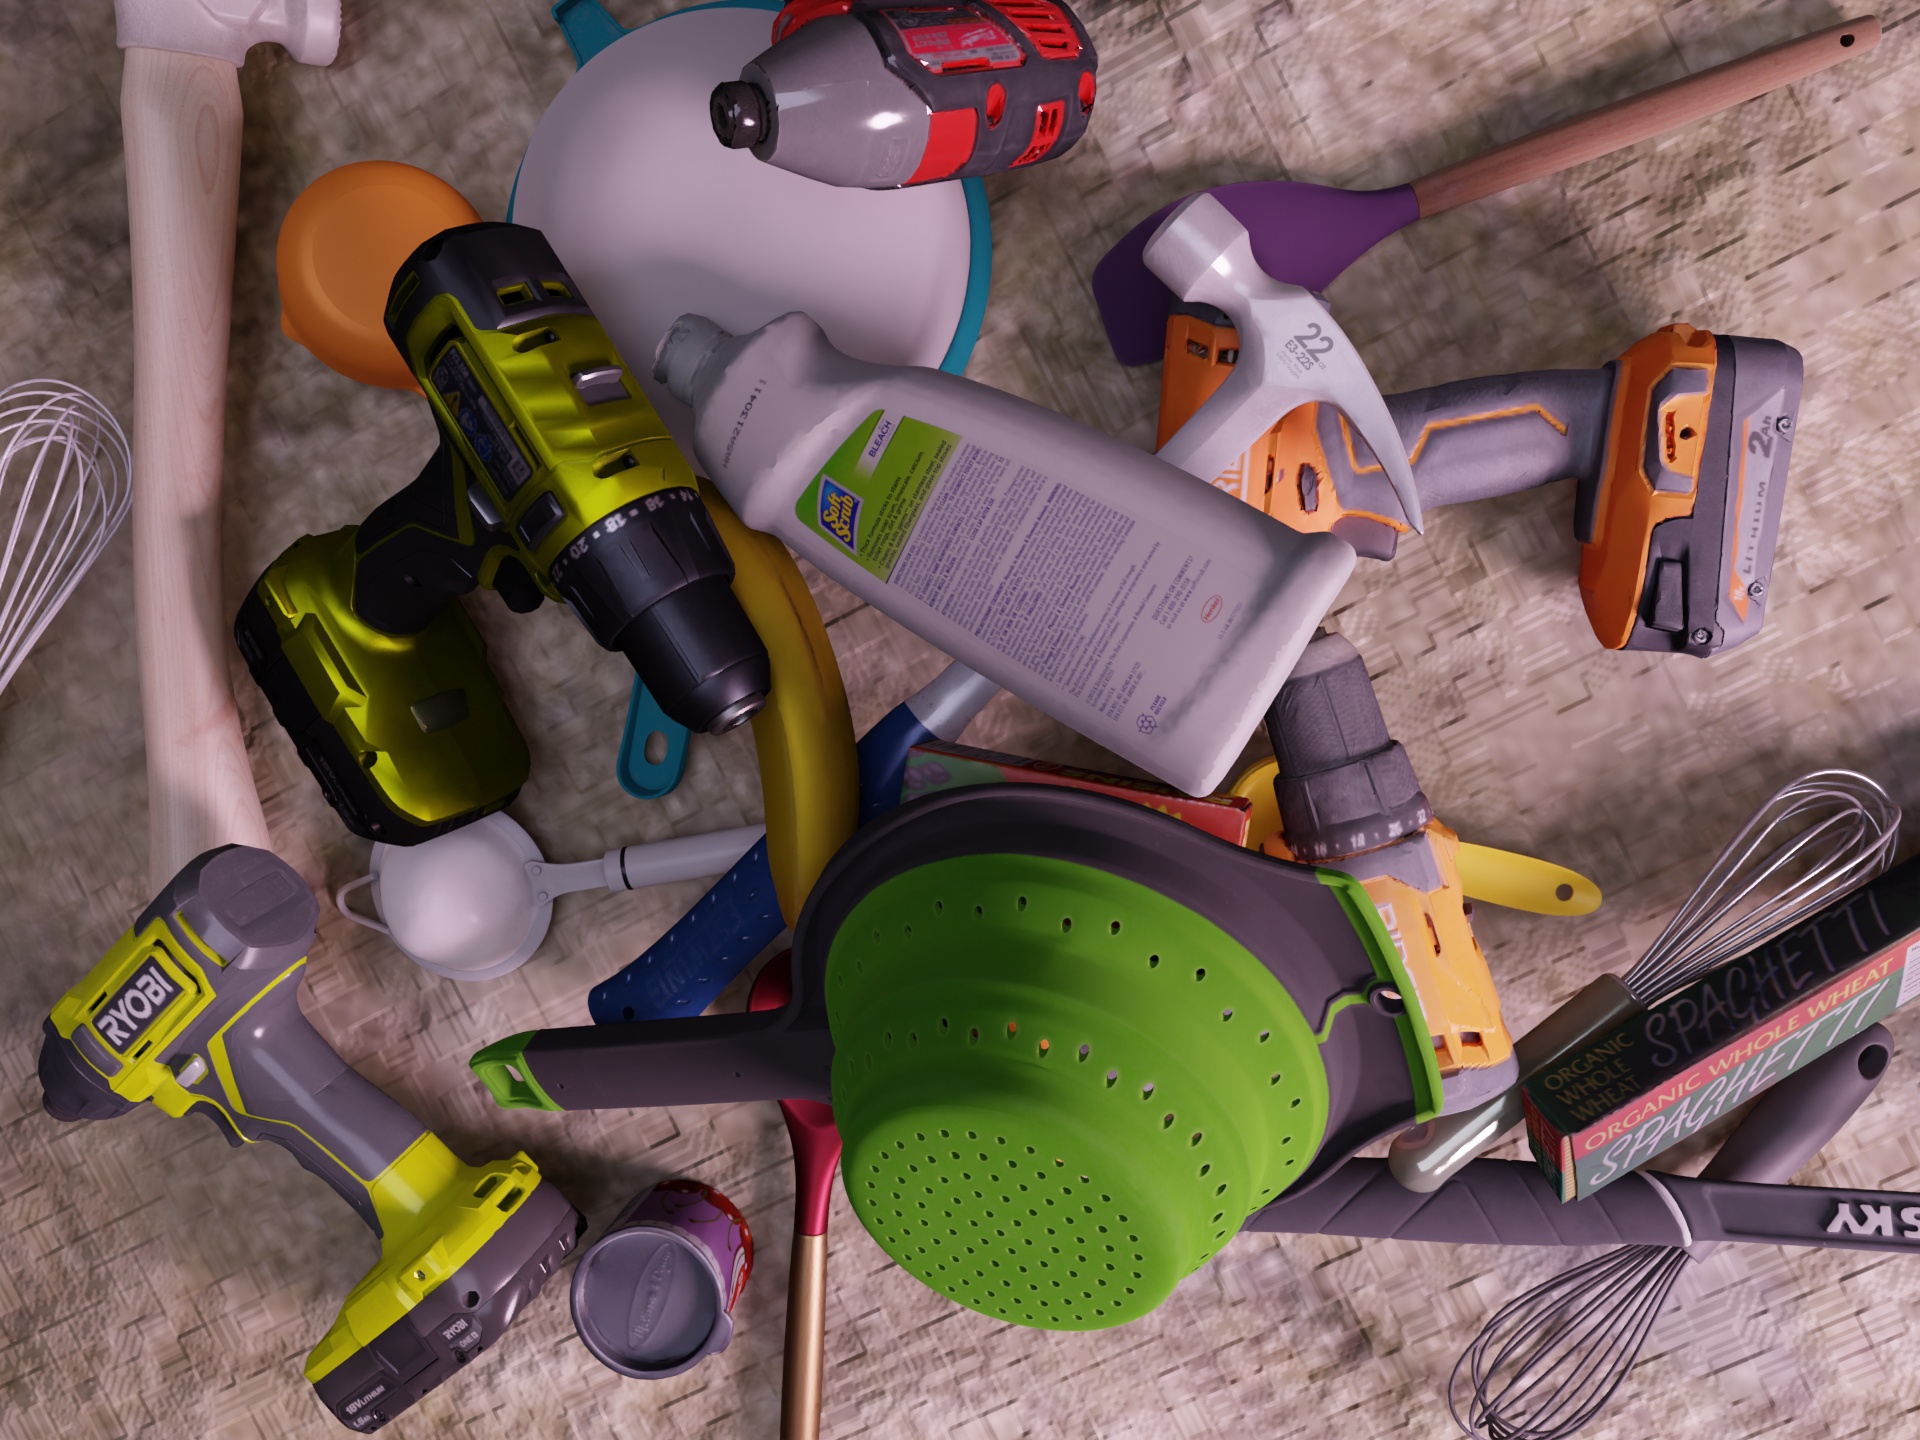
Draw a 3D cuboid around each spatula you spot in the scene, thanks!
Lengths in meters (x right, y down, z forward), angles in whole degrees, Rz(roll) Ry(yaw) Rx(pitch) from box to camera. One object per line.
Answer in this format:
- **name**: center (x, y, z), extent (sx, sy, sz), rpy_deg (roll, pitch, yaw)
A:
- **spatula**: center (0.206, -0.220, 0.638), extent (0.316, 0.018, 0.059), rpy_deg (-18, 101, 8)

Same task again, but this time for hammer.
- **hammer**: center (-0.001, -0.002, 0.620), extent (0.144, 0.035, 0.405), rpy_deg (46, 106, 4)
- **hammer**: center (0.294, 0.195, 0.614), extent (0.409, 0.036, 0.149), rpy_deg (-2, 73, 17)
- **hammer**: center (-0.338, -0.112, 0.667), extent (0.146, 0.038, 0.410), rpy_deg (-3, 100, -33)

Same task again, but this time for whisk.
- **whisk**: center (0.292, 0.210, 0.651), extent (0.055, 0.055, 0.239), rpy_deg (43, 93, 1)
- **whisk**: center (0.268, 0.104, 0.623), extent (0.246, 0.058, 0.059), rpy_deg (-38, 98, -1)
- **whisk**: center (-0.441, -0.018, 0.707), extent (0.070, 0.070, 0.284), rpy_deg (28, 101, 3)

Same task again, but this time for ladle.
- **ladle**: center (-0.066, 0.249, 0.699), extent (0.069, 0.031, 0.315), rpy_deg (5, 97, 14)

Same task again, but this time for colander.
- **colander**: center (-0.043, 0.141, 0.555), extent (0.397, 0.094, 0.204), rpy_deg (-11, 120, 29)

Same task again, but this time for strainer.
- **strainer**: center (-0.156, 0.065, 0.690), extent (0.258, 0.050, 0.087), rpy_deg (-10, 102, 4)
- **strainer**: center (-0.108, -0.131, 0.640), extent (0.211, 0.095, 0.340), rpy_deg (12, 94, 5)

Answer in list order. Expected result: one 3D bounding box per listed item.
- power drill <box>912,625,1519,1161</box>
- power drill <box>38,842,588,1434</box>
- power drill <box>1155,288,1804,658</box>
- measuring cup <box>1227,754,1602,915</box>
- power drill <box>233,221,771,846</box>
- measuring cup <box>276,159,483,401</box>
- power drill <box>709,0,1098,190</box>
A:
- **power drill**: center (0.082, 0.077, 0.624), extent (0.226, 0.084, 0.185), rpy_deg (-17, 93, 19)
- **power drill**: center (-0.284, 0.182, 0.675), extent (0.171, 0.080, 0.223), rpy_deg (-40, 93, 25)
- **power drill**: center (0.187, -0.081, 0.620), extent (0.226, 0.084, 0.164), rpy_deg (6, 101, 9)
- **measuring cup**: center (0.184, 0.054, 0.658), extent (0.156, 0.029, 0.062), rpy_deg (14, 96, 2)
- **power drill**: center (-0.175, -0.044, 0.603), extent (0.228, 0.080, 0.190), rpy_deg (-36, 84, 40)
- **measuring cup**: center (-0.216, -0.148, 0.662), extent (0.095, 0.052, 0.173), rpy_deg (-30, 100, -17)
- **power drill**: center (-0.057, -0.288, 0.580), extent (0.143, 0.078, 0.220), rpy_deg (-20, 73, -28)
